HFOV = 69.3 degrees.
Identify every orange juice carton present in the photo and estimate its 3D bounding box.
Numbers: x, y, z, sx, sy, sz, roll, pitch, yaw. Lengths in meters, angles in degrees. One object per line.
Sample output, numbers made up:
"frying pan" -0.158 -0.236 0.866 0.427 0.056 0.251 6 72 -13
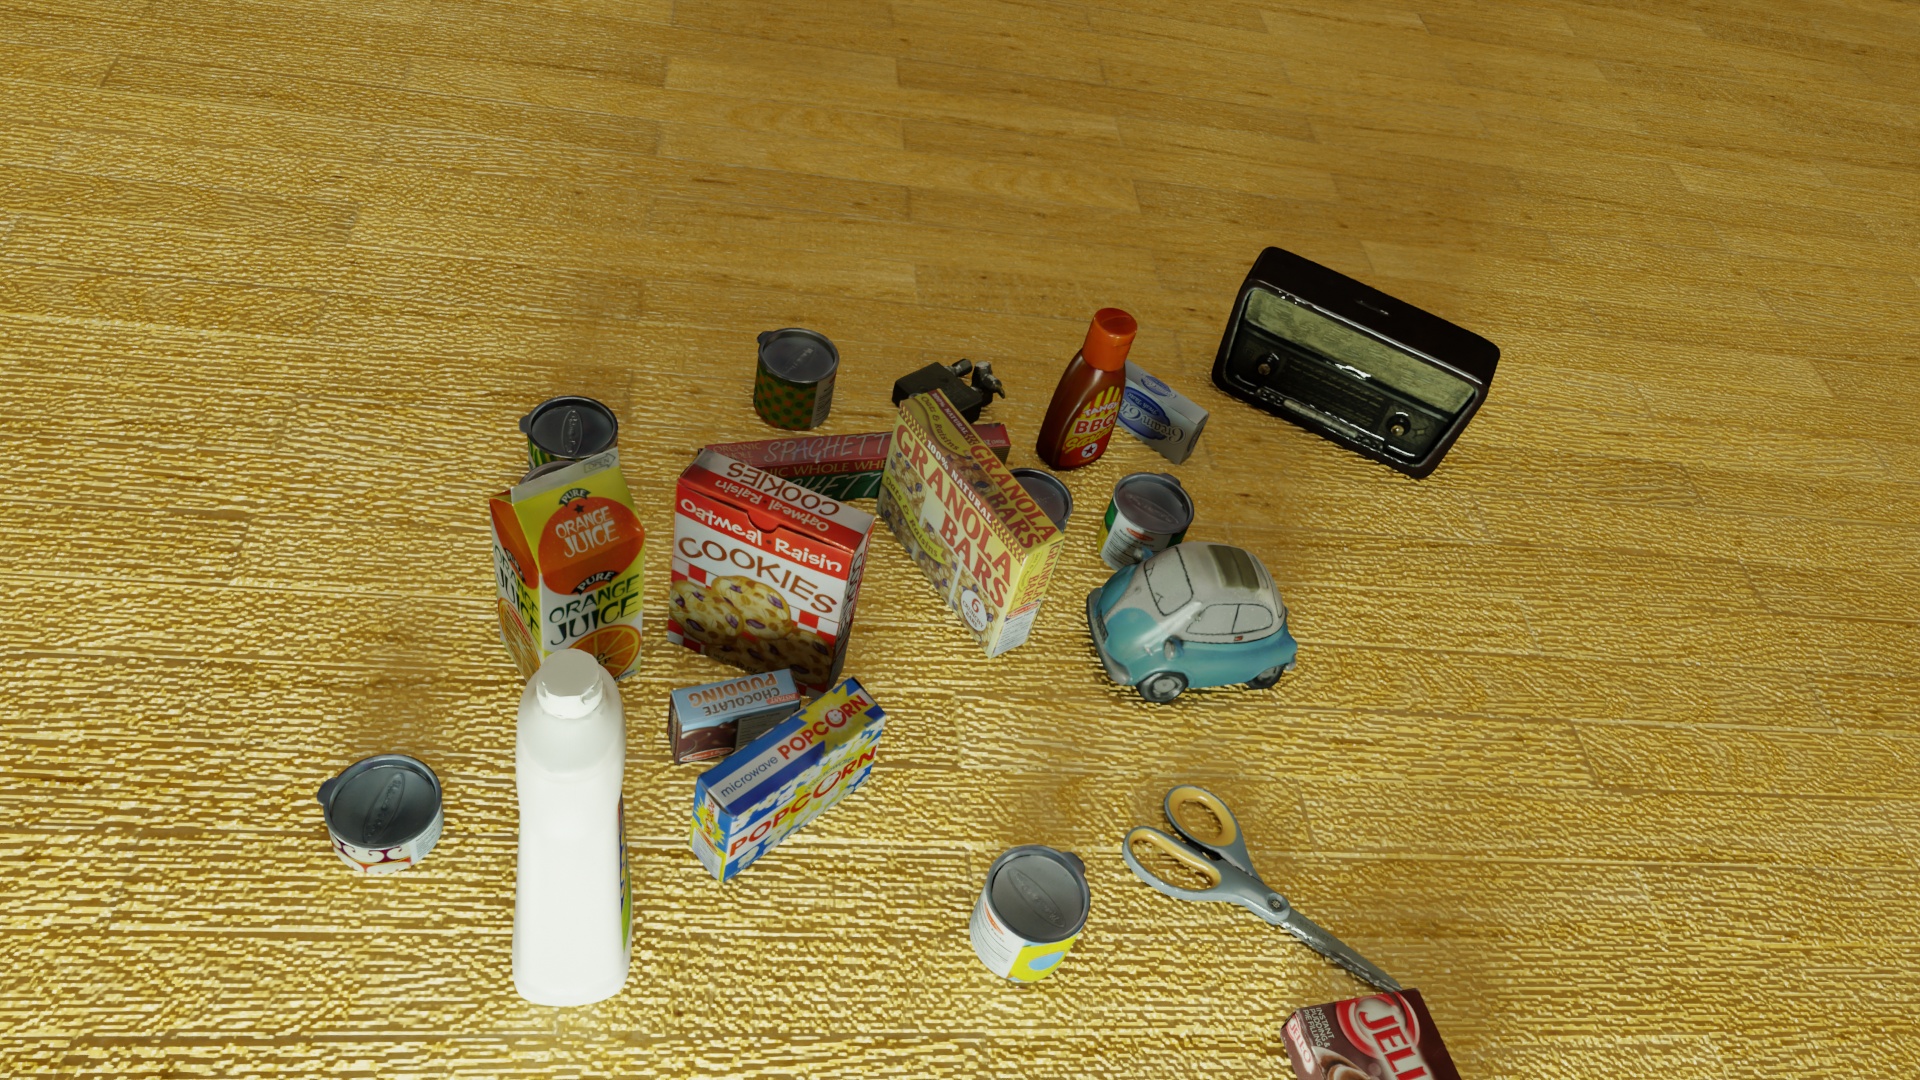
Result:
"orange juice carton" -0.252 0.019 0.891 0.072 0.191 0.073 -24 59 -31

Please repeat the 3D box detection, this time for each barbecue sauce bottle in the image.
"barbecue sauce bottle" 0.108 -0.125 1.145 0.065 0.147 0.044 -18 56 -28

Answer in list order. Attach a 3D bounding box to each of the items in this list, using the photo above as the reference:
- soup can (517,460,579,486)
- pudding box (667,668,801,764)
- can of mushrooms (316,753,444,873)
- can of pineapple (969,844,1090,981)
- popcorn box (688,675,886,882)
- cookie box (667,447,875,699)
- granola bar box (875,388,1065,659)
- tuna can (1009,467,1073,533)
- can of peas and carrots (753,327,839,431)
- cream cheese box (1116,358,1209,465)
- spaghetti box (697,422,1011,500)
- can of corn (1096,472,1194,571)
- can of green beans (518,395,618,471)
"soup can" -0.276 -0.003 0.978 0.071 0.083 0.072 8 47 -8
"pudding box" -0.151 0.117 0.926 0.084 0.049 0.030 -10 52 -22
"can of mushrooms" -0.351 0.165 0.842 0.071 0.033 0.071 8 47 -8
"can of pineapple" 0.044 0.233 0.868 0.071 0.057 0.071 8 47 -8
"popcorn box" -0.110 0.151 0.882 0.127 0.084 0.038 -31 63 -35
"cookie box" -0.131 0.028 0.932 0.123 0.166 0.040 22 47 5
"granola bar box" 0.004 -0.013 1.034 0.039 0.123 0.166 -21 57 -29
"tuna can" 0.057 -0.023 1.118 0.071 0.032 0.071 8 47 -8
"can of peas and carrots" -0.139 -0.134 1.150 0.071 0.058 0.071 8 47 -8
"cream cheese box" 0.163 -0.116 1.216 0.104 0.053 0.024 36 50 18
"spaghetti box" -0.083 -0.059 1.103 0.251 0.049 0.029 -6 51 -20
"can of corn" 0.149 -0.013 1.117 0.071 0.058 0.071 8 47 -8
"can of green beans" -0.293 -0.066 1.049 0.071 0.057 0.071 8 47 -8
